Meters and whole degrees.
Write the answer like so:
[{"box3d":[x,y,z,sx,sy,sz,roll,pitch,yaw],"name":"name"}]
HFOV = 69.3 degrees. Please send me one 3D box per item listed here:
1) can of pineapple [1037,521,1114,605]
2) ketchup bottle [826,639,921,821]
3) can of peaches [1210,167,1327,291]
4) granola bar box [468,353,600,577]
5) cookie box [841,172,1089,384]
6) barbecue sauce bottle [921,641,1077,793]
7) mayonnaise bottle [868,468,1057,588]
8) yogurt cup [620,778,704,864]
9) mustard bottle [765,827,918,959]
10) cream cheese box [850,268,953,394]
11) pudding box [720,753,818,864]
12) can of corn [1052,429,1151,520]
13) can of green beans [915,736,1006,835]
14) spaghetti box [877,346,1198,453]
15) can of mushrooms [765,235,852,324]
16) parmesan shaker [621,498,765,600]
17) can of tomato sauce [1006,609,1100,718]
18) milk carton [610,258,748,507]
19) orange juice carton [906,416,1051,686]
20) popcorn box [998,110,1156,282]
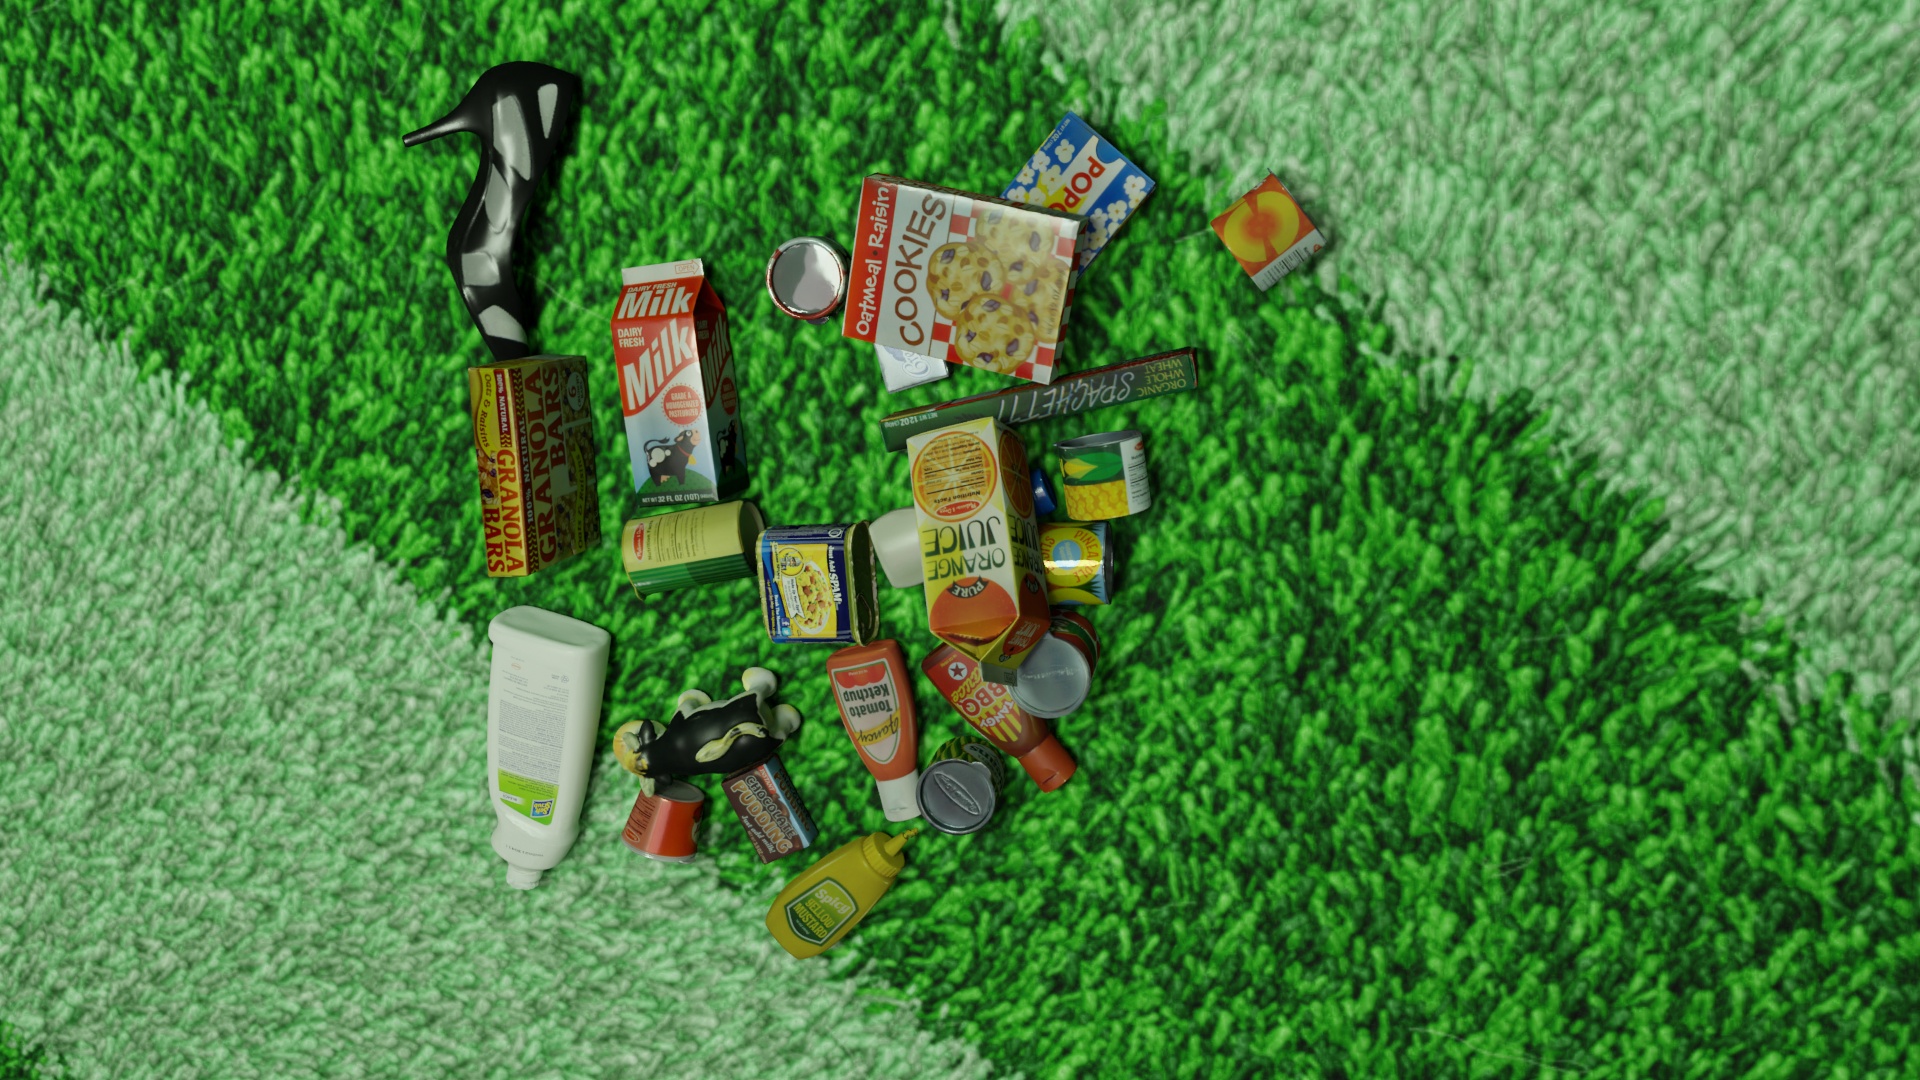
[{"box3d":[0.088,0.018,1.088,0.058,0.071,0.071,-1,102,12],"name":"can of pineapple"},{"box3d":[-0.063,0.159,1.163,0.064,0.044,0.148,-13,99,15],"name":"ketchup bottle"},{"box3d":[0.223,-0.226,1.013,0.058,0.071,0.071,-38,92,17],"name":"can of peaches"},{"box3d":[-0.343,-0.064,1.130,0.039,0.124,0.165,1,102,13],"name":"granola bar box"},{"box3d":[0.001,-0.197,1.039,0.167,0.040,0.122,15,111,12],"name":"cookie box"},{"box3d":[0.036,0.139,1.138,0.064,0.044,0.148,-38,93,21],"name":"barbecue sauce bottle"},{"box3d":[0.004,-0.014,1.114,0.148,0.041,0.064,-22,91,14],"name":"mayonnaise bottle"},{"box3d":[-0.256,0.241,1.209,0.072,0.072,0.054,18,97,7],"name":"yogurt cup"},{"box3d":[-0.096,0.294,1.194,0.160,0.049,0.065,-43,93,16],"name":"mustard bottle"},{"box3d":[-0.045,-0.173,1.099,0.053,0.024,0.103,-14,98,15],"name":"cream cheese box"},{"box3d":[-0.165,0.233,1.205,0.049,0.030,0.083,-25,96,14],"name":"pudding box"},{"box3d":[0.109,-0.050,1.072,0.071,0.071,0.058,-7,101,13],"name":"can of corn"},{"box3d":[0.002,0.202,1.150,0.071,0.058,0.071,2,102,11],"name":"can of green beans"},{"box3d":[0.061,-0.109,1.077,0.250,0.050,0.028,-11,101,13],"name":"spaghetti box"},{"box3d":[-0.119,-0.206,1.102,0.071,0.033,0.071,2,102,10],"name":"can of mushrooms"},{"box3d":[-0.218,0.008,1.149,0.103,0.071,0.071,-9,100,13],"name":"parmesan shaker"},{"box3d":[0.074,0.094,1.100,0.071,0.083,0.071,2,102,11],"name":"can of tomato sauce"},{"box3d":[-0.227,-0.127,1.120,0.072,0.073,0.190,-5,100,13],"name":"milk carton"},{"box3d":[0.017,0.013,1.040,0.073,0.072,0.193,-12,77,20],"name":"orange juice carton"},{"box3d":[0.076,-0.247,1.052,0.085,0.038,0.126,41,107,2],"name":"popcorn box"}]
